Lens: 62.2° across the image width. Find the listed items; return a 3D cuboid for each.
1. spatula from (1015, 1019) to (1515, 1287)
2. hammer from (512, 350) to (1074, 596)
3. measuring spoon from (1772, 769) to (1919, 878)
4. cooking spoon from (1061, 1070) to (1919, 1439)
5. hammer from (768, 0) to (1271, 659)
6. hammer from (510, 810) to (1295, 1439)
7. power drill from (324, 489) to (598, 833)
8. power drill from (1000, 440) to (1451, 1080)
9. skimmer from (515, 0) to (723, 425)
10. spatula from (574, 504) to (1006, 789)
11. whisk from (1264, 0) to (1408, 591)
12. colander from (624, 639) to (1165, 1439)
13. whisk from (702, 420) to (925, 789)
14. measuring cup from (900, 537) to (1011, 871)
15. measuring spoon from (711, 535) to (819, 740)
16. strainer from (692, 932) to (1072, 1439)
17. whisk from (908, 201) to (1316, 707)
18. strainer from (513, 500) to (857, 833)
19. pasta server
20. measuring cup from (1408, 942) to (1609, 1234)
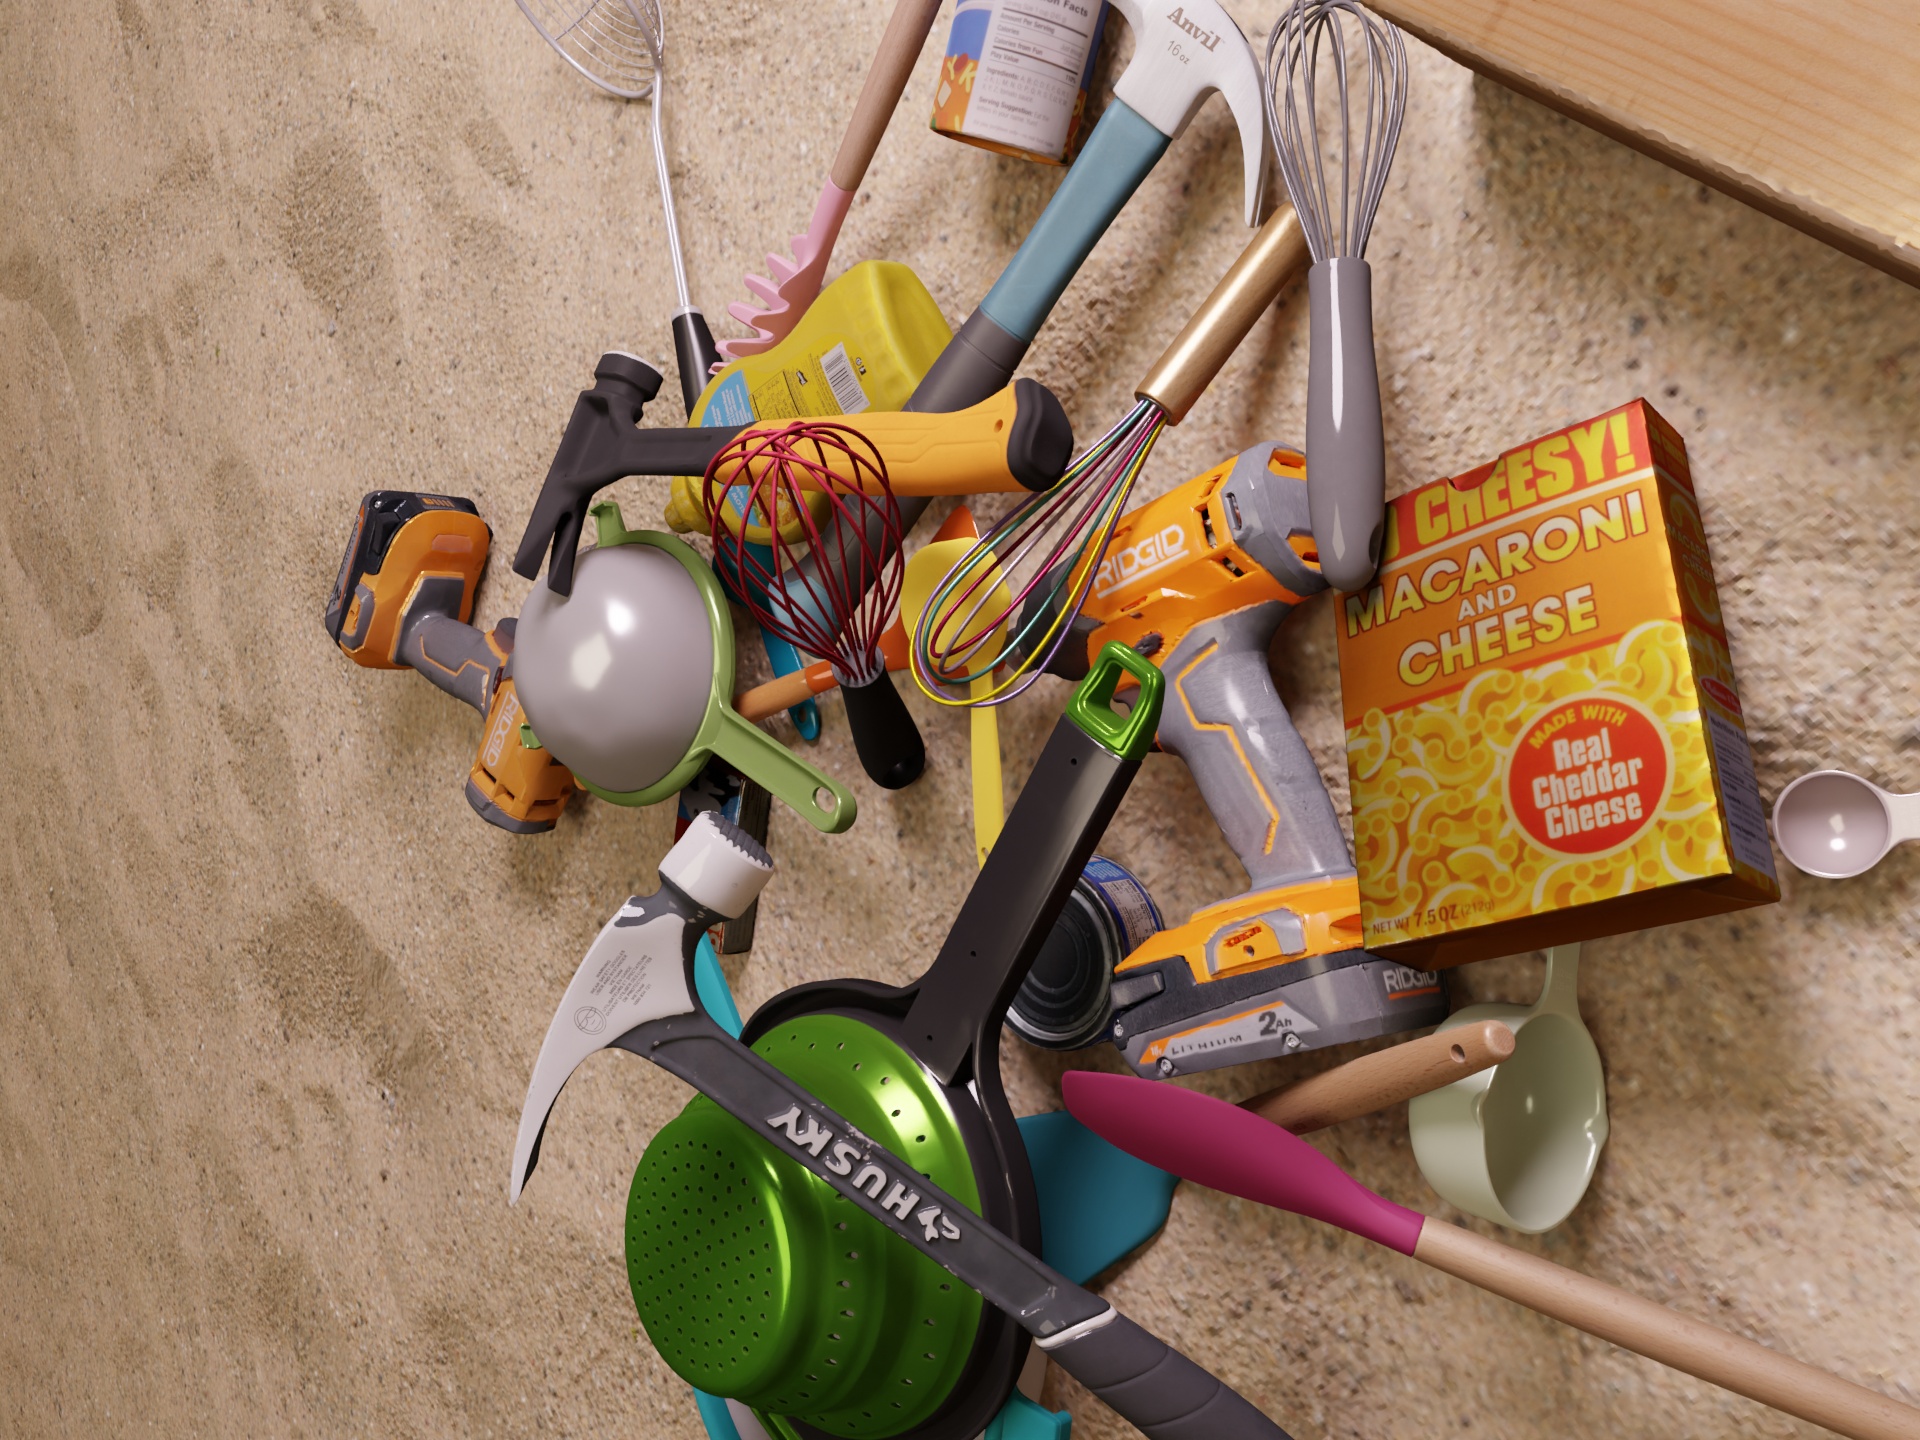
[{"bbox_3d":[0.101,0.163,0.617,0.317,0.044,0.082,-48,58,58],"label":"spatula"},{"bbox_3d":[-0.085,-0.111,0.699,0.337,0.034,0.127,8,75,46],"label":"hammer"},{"bbox_3d":[0.314,0.026,0.480,0.124,0.018,0.034,-10,84,35],"label":"measuring spoon"},{"bbox_3d":[0.179,0.183,0.532,0.319,0.017,0.068,17,145,21],"label":"cooking spoon"},{"bbox_3d":[0.011,-0.161,0.689,0.128,0.033,0.331,39,115,3],"label":"hammer"},{"bbox_3d":[0.023,0.213,0.578,0.409,0.036,0.149,38,92,-6],"label":"hammer"},{"bbox_3d":[-0.295,-0.064,0.992,0.226,0.084,0.185,40,114,30],"label":"power drill"},{"bbox_3d":[0.094,0.023,0.637,0.164,0.084,0.227,-24,71,43],"label":"power drill"},{"bbox_3d":[-0.191,-0.279,0.883,0.127,0.090,0.363,150,110,-74],"label":"skimmer"},{"bbox_3d":[-0.099,-0.015,0.824,0.322,0.041,0.081,-21,76,34],"label":"spatula"},{"bbox_3d":[0.140,-0.163,0.588,0.055,0.055,0.239,-8,76,42],"label":"whisk"},{"bbox_3d":[-0.038,0.143,0.633,0.205,0.094,0.397,40,113,37],"label":"colander"},{"bbox_3d":[-0.045,-0.033,0.662,0.073,0.295,0.073,-3,66,6],"label":"whisk"},{"bbox_3d":[-0.001,-0.002,0.704,0.062,0.029,0.156,0,95,60],"label":"measuring cup"},{"bbox_3d":[-0.106,-0.046,0.855,0.042,0.021,0.129,-38,66,37],"label":"measuring spoon"},{"bbox_3d":[-0.058,0.225,0.773,0.211,0.095,0.341,-46,57,30],"label":"strainer"},{"bbox_3d":[0.060,-0.107,0.623,0.245,0.051,0.047,-52,35,-5],"label":"whisk"},{"bbox_3d":[-0.157,-0.007,0.812,0.257,0.069,0.151,31,106,36],"label":"strainer"},{"bbox_3d":[-0.052,-0.277,0.744,0.316,0.040,0.060,125,158,-46],"label":"pasta server"},{"bbox_3d":[0.195,0.092,0.561,0.038,0.083,0.168,-3,73,51],"label":"measuring cup"}]
